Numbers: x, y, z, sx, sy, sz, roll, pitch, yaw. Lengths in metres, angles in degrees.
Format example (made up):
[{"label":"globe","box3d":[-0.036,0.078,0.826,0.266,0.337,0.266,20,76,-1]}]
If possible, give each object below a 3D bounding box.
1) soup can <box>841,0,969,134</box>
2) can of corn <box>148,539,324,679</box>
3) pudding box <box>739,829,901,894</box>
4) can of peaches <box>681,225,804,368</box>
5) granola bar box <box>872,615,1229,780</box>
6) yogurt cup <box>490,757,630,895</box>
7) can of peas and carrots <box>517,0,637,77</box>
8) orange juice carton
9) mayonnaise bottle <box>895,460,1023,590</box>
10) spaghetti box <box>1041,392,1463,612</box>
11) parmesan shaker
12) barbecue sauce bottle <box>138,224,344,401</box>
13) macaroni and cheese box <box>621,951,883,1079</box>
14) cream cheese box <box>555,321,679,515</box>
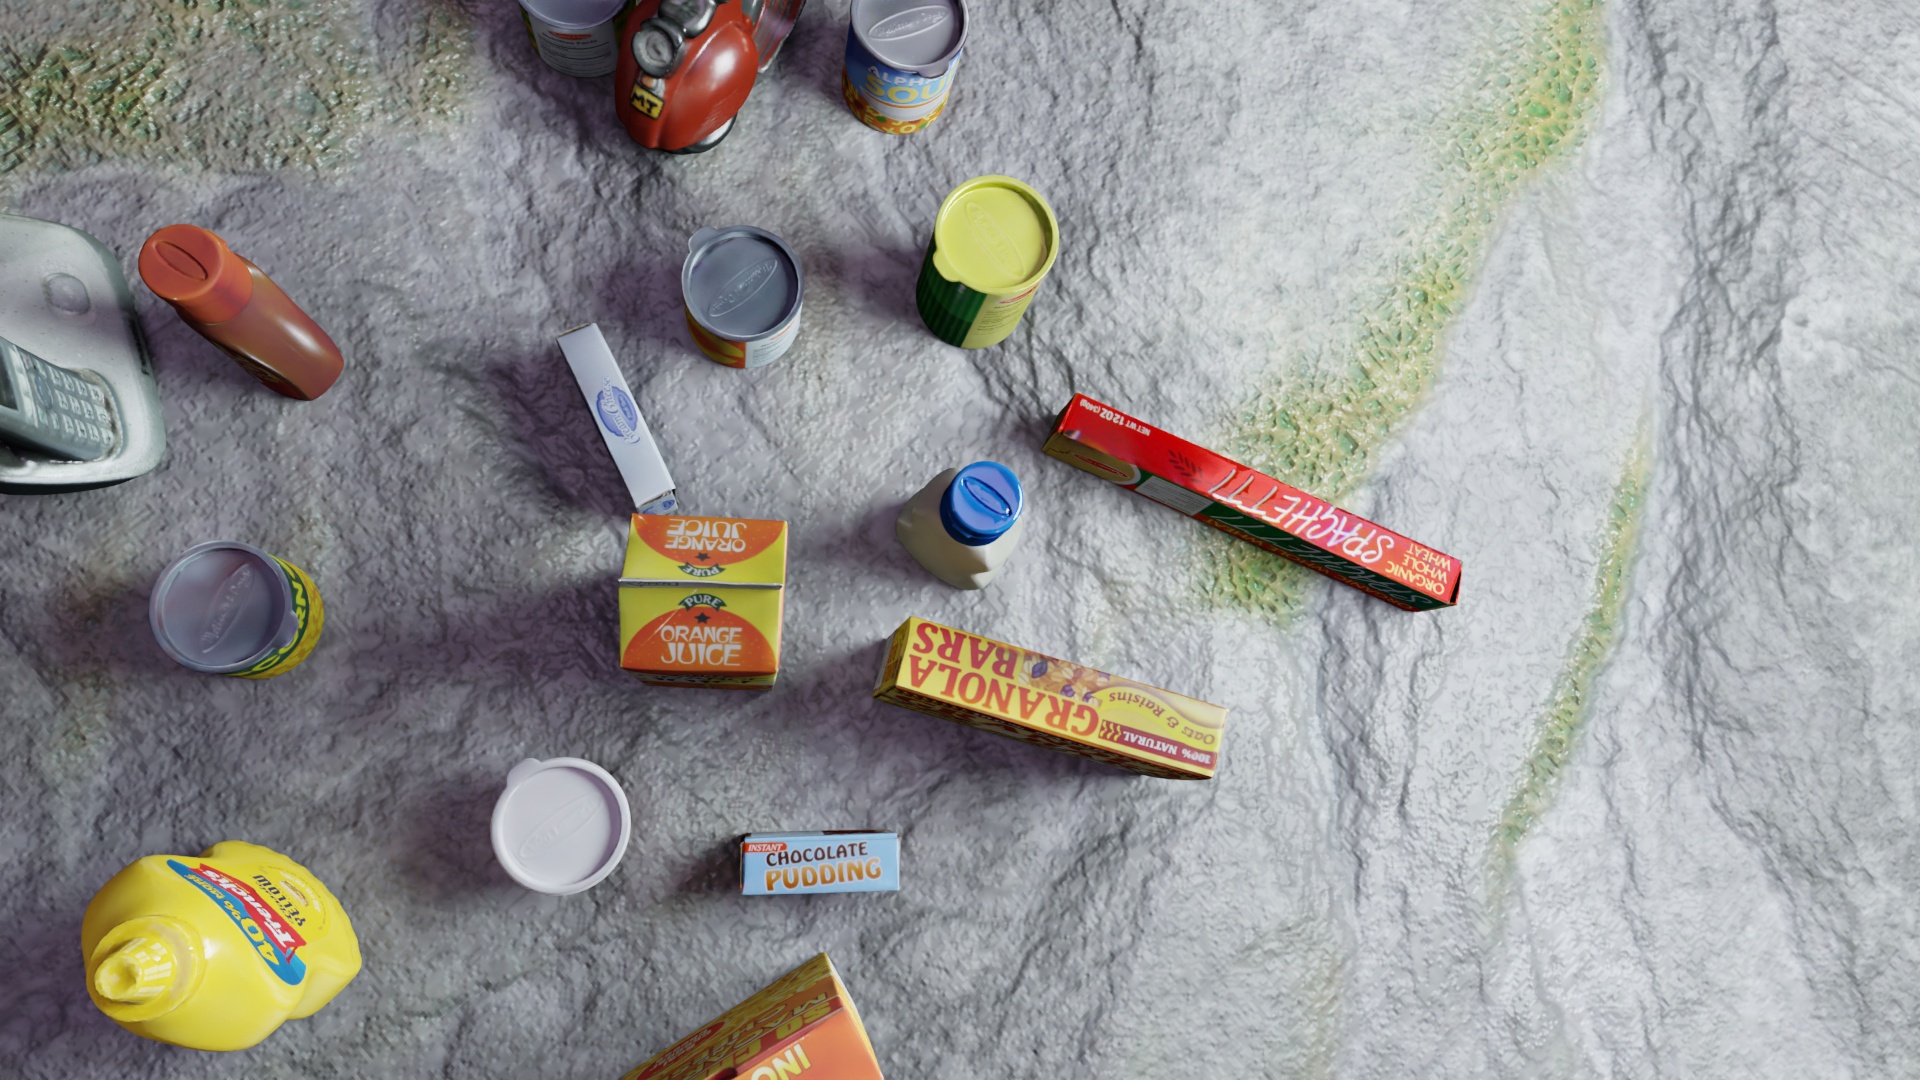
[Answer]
[{"label":"soup can","box3d":[-0.033,-0.280,0.803,0.071,0.083,0.071,1,81,-8]},{"label":"can of corn","box3d":[-0.366,0.038,0.711,0.071,0.058,0.071,1,80,-8]},{"label":"pudding box","box3d":[-0.074,0.170,0.737,0.084,0.049,0.030,0,81,-9]},{"label":"can of peaches","box3d":[-0.123,-0.137,0.778,0.071,0.058,0.071,1,80,-8]},{"label":"granola bar box","box3d":[0.041,0.086,0.730,0.166,0.124,0.039,17,79,-5]},{"label":"yogurt cup","box3d":[-0.204,0.147,0.719,0.072,0.054,0.072,1,80,-8]},{"label":"can of peas and carrots","box3d":[-0.217,-0.310,0.793,0.071,0.058,0.071,1,80,-8]},{"label":"orange juice carton","box3d":[-0.123,0.032,0.680,0.072,0.192,0.073,3,81,-8]},{"label":"mayonnaise bottle","box3d":[0.003,-0.009,0.729,0.065,0.148,0.041,38,78,-1]},{"label":"spaghetti box","box3d":[0.169,-0.019,0.806,0.250,0.050,0.029,23,78,-4]},{"label":"parmesan shaker","box3d":[0.010,-0.151,0.777,0.071,0.103,0.071,1,81,-8]},{"label":"barbecue sauce bottle","box3d":[-0.359,-0.114,0.692,0.065,0.148,0.044,35,78,-2]},{"label":"macaroni and cheese box","box3d":[-0.105,0.254,0.658,0.124,0.166,0.040,-30,86,-12]},{"label":"cream cheese box","box3d":[-0.186,-0.063,0.758,0.024,0.053,0.104,-26,85,-12]}]
